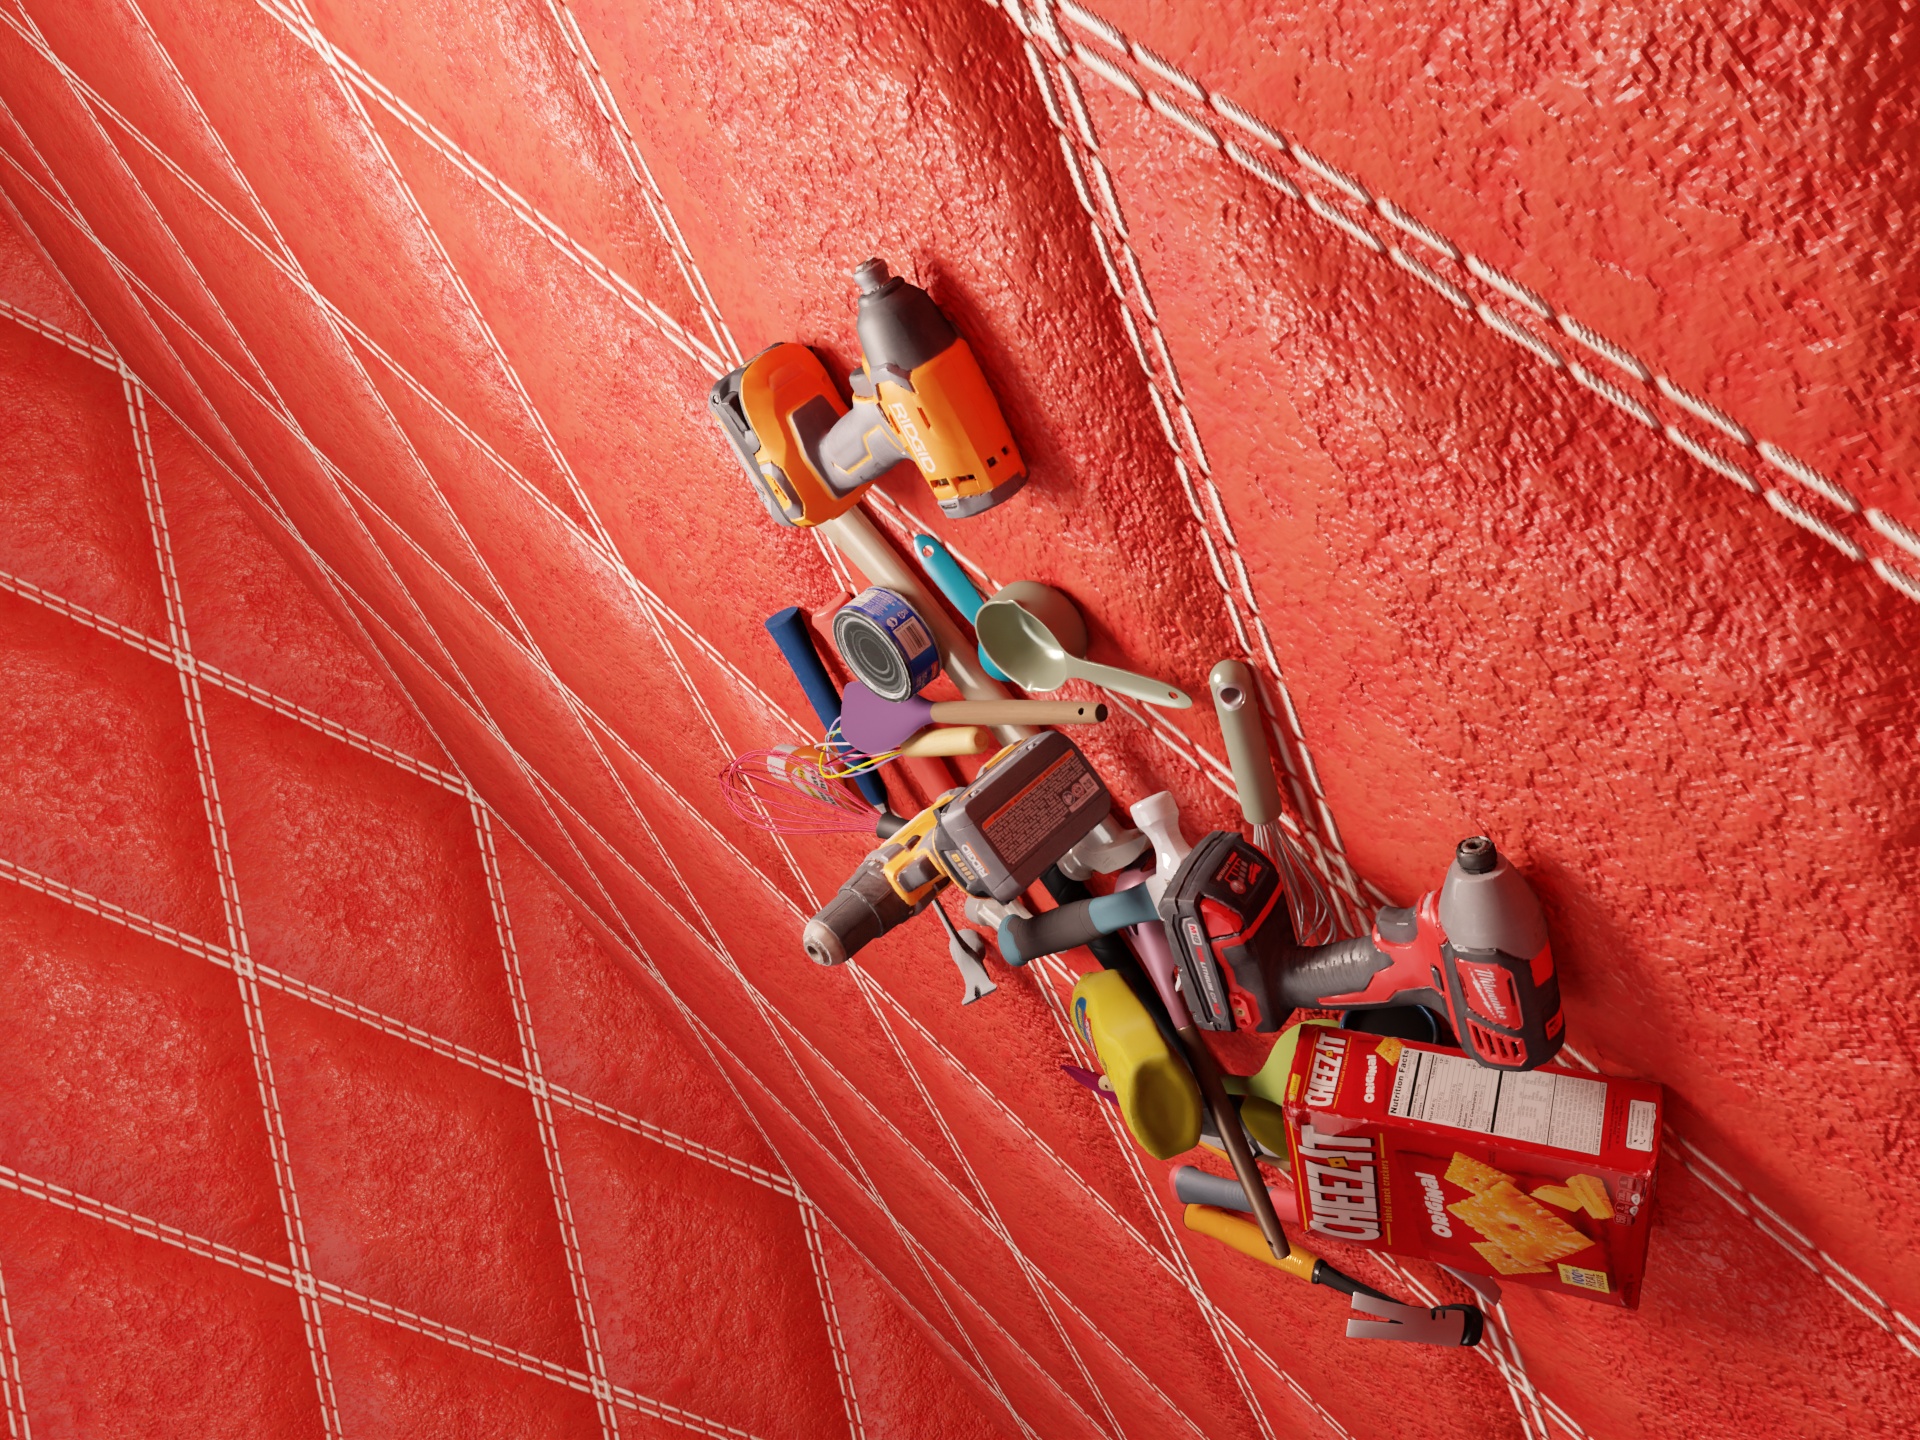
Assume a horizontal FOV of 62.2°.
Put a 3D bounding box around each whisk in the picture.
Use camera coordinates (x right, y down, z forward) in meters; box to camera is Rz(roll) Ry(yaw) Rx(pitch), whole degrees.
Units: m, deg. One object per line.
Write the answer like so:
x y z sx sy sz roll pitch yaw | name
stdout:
0.196 0.065 1.017 0.058 0.059 0.246 -8 122 19 | whisk
-0.083 0.084 1.358 0.296 0.073 0.073 16 142 25 | whisk
-0.051 0.024 1.277 0.245 0.047 0.051 -5 121 57 | whisk

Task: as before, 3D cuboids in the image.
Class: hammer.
0.148 0.229 1.332 0.334 0.035 0.146 55 154 -10 | hammer
0.290 0.416 1.336 0.143 0.038 0.386 34 161 -10 | hammer
-0.067 0.082 1.439 0.405 0.035 0.144 63 -179 -18 | hammer
0.291 0.473 1.386 0.127 0.034 0.337 14 173 -24 | hammer
-0.003 -0.055 1.183 0.410 0.038 0.146 50 154 -1 | hammer
0.099 0.146 1.186 0.128 0.033 0.331 67 156 6 | hammer
-0.018 0.049 1.353 0.149 0.037 0.358 7 132 56 | hammer

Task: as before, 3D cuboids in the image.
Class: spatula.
-0.002 -0.004 1.173 0.316 0.018 0.060 0 83 53 | spatula

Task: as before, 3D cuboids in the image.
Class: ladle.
0.205 0.278 1.250 0.078 0.062 0.320 57 151 -5 | ladle

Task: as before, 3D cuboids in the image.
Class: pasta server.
0.184 0.249 1.187 0.060 0.040 0.316 -27 86 63 | pasta server

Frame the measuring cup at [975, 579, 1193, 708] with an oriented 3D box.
0.087 -0.046 1.053 0.168 0.038 0.083 21 142 30 | measuring cup

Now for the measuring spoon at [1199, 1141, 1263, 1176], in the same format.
0.216 0.384 1.428 0.117 0.011 0.021 25 165 13 | measuring spoon

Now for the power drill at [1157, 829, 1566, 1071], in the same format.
0.237 0.129 0.943 0.220 0.078 0.143 0 121 36 | power drill

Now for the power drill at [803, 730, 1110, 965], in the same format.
-0.013 0.101 1.157 0.084 0.185 0.226 54 149 -3 | power drill

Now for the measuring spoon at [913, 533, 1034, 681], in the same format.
0.005 -0.082 1.129 0.129 0.042 0.021 52 -166 8 | measuring spoon

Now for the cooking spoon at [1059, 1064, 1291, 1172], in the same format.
0.199 0.362 1.454 0.068 0.017 0.319 45 160 -29 | cooking spoon

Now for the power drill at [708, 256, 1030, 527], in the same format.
-0.068 -0.207 1.029 0.226 0.084 0.164 3 128 52 | power drill
